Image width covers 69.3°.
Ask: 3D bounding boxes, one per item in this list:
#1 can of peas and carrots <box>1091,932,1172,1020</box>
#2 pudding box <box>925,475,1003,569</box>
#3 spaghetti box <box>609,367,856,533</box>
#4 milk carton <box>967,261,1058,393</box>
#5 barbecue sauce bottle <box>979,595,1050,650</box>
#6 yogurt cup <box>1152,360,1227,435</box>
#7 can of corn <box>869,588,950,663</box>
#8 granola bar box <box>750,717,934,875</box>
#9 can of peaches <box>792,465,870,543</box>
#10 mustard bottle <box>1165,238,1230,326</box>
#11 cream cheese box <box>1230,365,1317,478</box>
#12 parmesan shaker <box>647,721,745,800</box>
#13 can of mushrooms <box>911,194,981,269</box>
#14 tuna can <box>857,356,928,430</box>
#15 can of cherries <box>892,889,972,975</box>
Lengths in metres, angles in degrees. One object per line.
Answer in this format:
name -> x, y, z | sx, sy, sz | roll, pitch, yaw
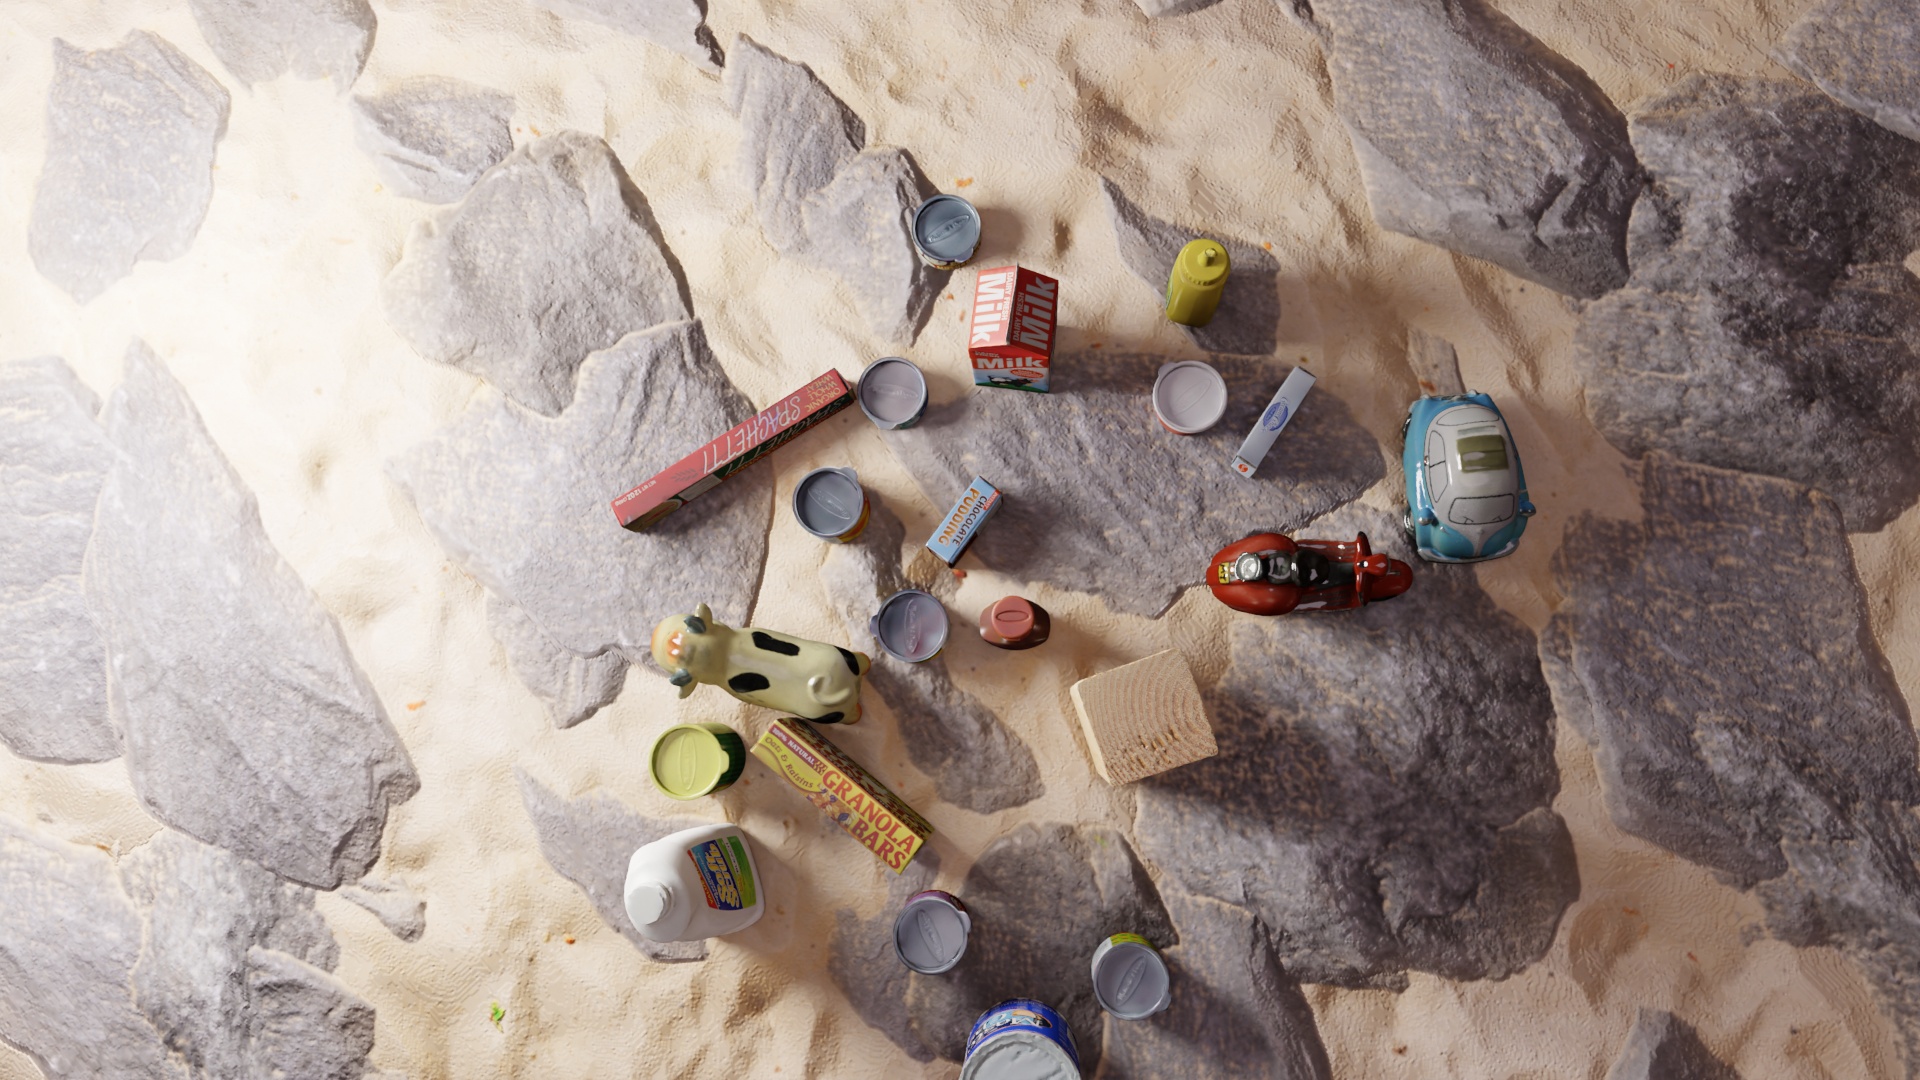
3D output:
can of peas and carrots -> 0.152, 0.385, 1.227 | 0.071, 0.058, 0.071 | 0, 83, 3
pudding box -> 0.005, -0.016, 1.292 | 0.030, 0.049, 0.084 | 36, 86, 7
spaghetti box -> -0.212, -0.085, 1.312 | 0.250, 0.050, 0.029 | -31, 82, -1
milk carton -> 0.048, -0.188, 1.241 | 0.073, 0.190, 0.072 | 7, 84, 4
barbecue sauce bottle -> 0.048, 0.073, 1.228 | 0.065, 0.148, 0.043 | 0, 83, 3
yogurt cup -> 0.212, -0.129, 1.294 | 0.072, 0.054, 0.072 | 0, 83, 3
can of corn -> -0.045, 0.080, 1.278 | 0.071, 0.058, 0.071 | 0, 83, 3
granola bar box -> -0.100, 0.222, 1.229 | 0.165, 0.124, 0.039 | 38, 87, 7
can of peaches -> -0.118, -0.034, 1.296 | 0.071, 0.058, 0.071 | 0, 83, 3
mustard bottle -> 0.216, -0.240, 1.255 | 0.049, 0.160, 0.065 | 11, 84, 4
cream cheese box -> 0.289, -0.109, 1.288 | 0.024, 0.053, 0.104 | 34, 86, 6
parmesan shaker -> -0.232, 0.197, 1.249 | 0.071, 0.103, 0.071 | 0, 83, 3
can of mushrooms -> -0.012, -0.294, 1.338 | 0.071, 0.033, 0.071 | 0, 83, 3
tuna can -> -0.064, -0.137, 1.320 | 0.071, 0.033, 0.071 | 0, 83, 3
can of cherries -> -0.022, 0.349, 1.241 | 0.071, 0.058, 0.071 | 0, 83, 3
